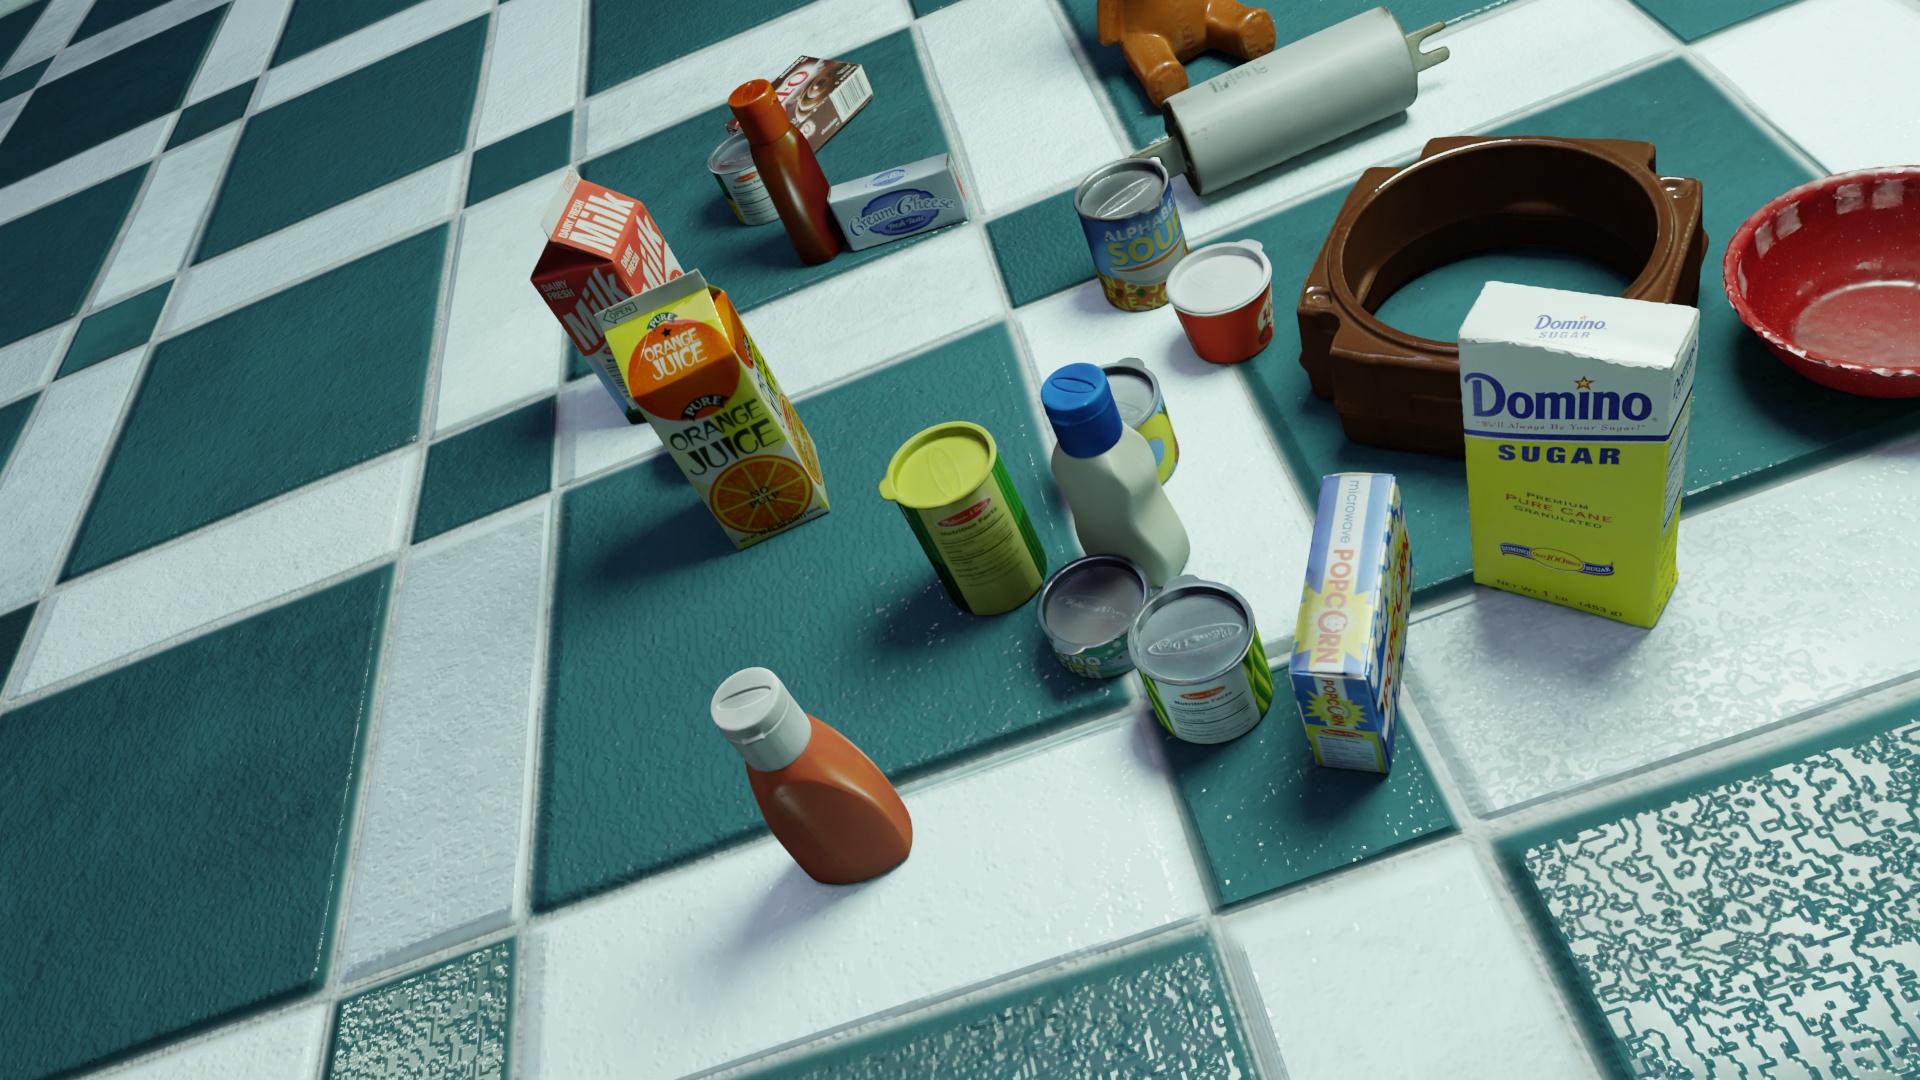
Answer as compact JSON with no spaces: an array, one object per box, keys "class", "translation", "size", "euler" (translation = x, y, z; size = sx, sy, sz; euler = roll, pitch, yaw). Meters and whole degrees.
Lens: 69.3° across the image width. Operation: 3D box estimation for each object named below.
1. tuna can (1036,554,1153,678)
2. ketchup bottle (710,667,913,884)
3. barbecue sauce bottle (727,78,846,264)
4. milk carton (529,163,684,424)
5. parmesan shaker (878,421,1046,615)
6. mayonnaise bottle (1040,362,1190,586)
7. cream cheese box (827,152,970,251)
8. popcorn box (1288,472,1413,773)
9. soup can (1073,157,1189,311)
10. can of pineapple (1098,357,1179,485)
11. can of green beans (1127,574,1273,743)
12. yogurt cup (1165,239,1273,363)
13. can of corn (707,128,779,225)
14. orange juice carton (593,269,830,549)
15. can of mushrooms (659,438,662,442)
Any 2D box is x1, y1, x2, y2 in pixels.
[{"class":"tuna can","translation":[0.078,0.045,0.785],"size":[0.071,0.032,0.071],"euler":[-13,46,14]},{"class":"ketchup bottle","translation":[-0.077,0.121,0.705],"size":[0.065,0.148,0.044],"euler":[-19,45,9]},{"class":"barbecue sauce bottle","translation":[-0.137,-0.297,1.114],"size":[0.043,0.148,0.065],"euler":[-9,47,18]},{"class":"milk carton","translation":[-0.251,-0.181,1.031],"size":[0.073,0.189,0.073],"euler":[-8,48,19]},{"class":"parmesan shaker","translation":[0.003,-0.010,0.820],"size":[0.071,0.102,0.072],"euler":[-13,46,14]},{"class":"mayonnaise bottle","translation":[0.083,-0.035,0.773],"size":[0.065,0.147,0.041],"euler":[16,59,35]},{"class":"cream cheese box","translation":[-0.049,-0.271,1.117],"size":[0.104,0.053,0.024],"euler":[-12,46,15]},{"class":"popcorn box","translation":[0.199,0.040,0.696],"size":[0.038,0.085,0.127],"euler":[1,51,26]},{"class":"soup can","translation":[0.122,-0.209,0.960],"size":[0.071,0.083,0.072],"euler":[-13,46,14]},{"class":"can of pineapple","translation":[0.099,-0.068,0.861],"size":[0.071,0.057,0.071],"euler":[-13,46,14]},{"class":"can of green beans","translation":[0.127,0.064,0.727],"size":[0.071,0.057,0.071],"euler":[-13,46,14]},{"class":"yogurt cup","translation":[0.173,-0.152,0.906],"size":[0.072,0.053,0.073],"euler":[-13,46,14]},{"class":"can of corn","translation":[-0.179,-0.321,1.219],"size":[0.071,0.058,0.071],"euler":[-13,46,14]},{"class":"orange juice carton","translation":[-0.159,-0.090,0.903],"size":[0.072,0.191,0.073],"euler":[-23,45,4]},{"class":"can of mushrooms","translation":[-0.184,-0.083,1.023],"size":[0.071,0.033,0.071],"euler":[-13,46,14]}]
